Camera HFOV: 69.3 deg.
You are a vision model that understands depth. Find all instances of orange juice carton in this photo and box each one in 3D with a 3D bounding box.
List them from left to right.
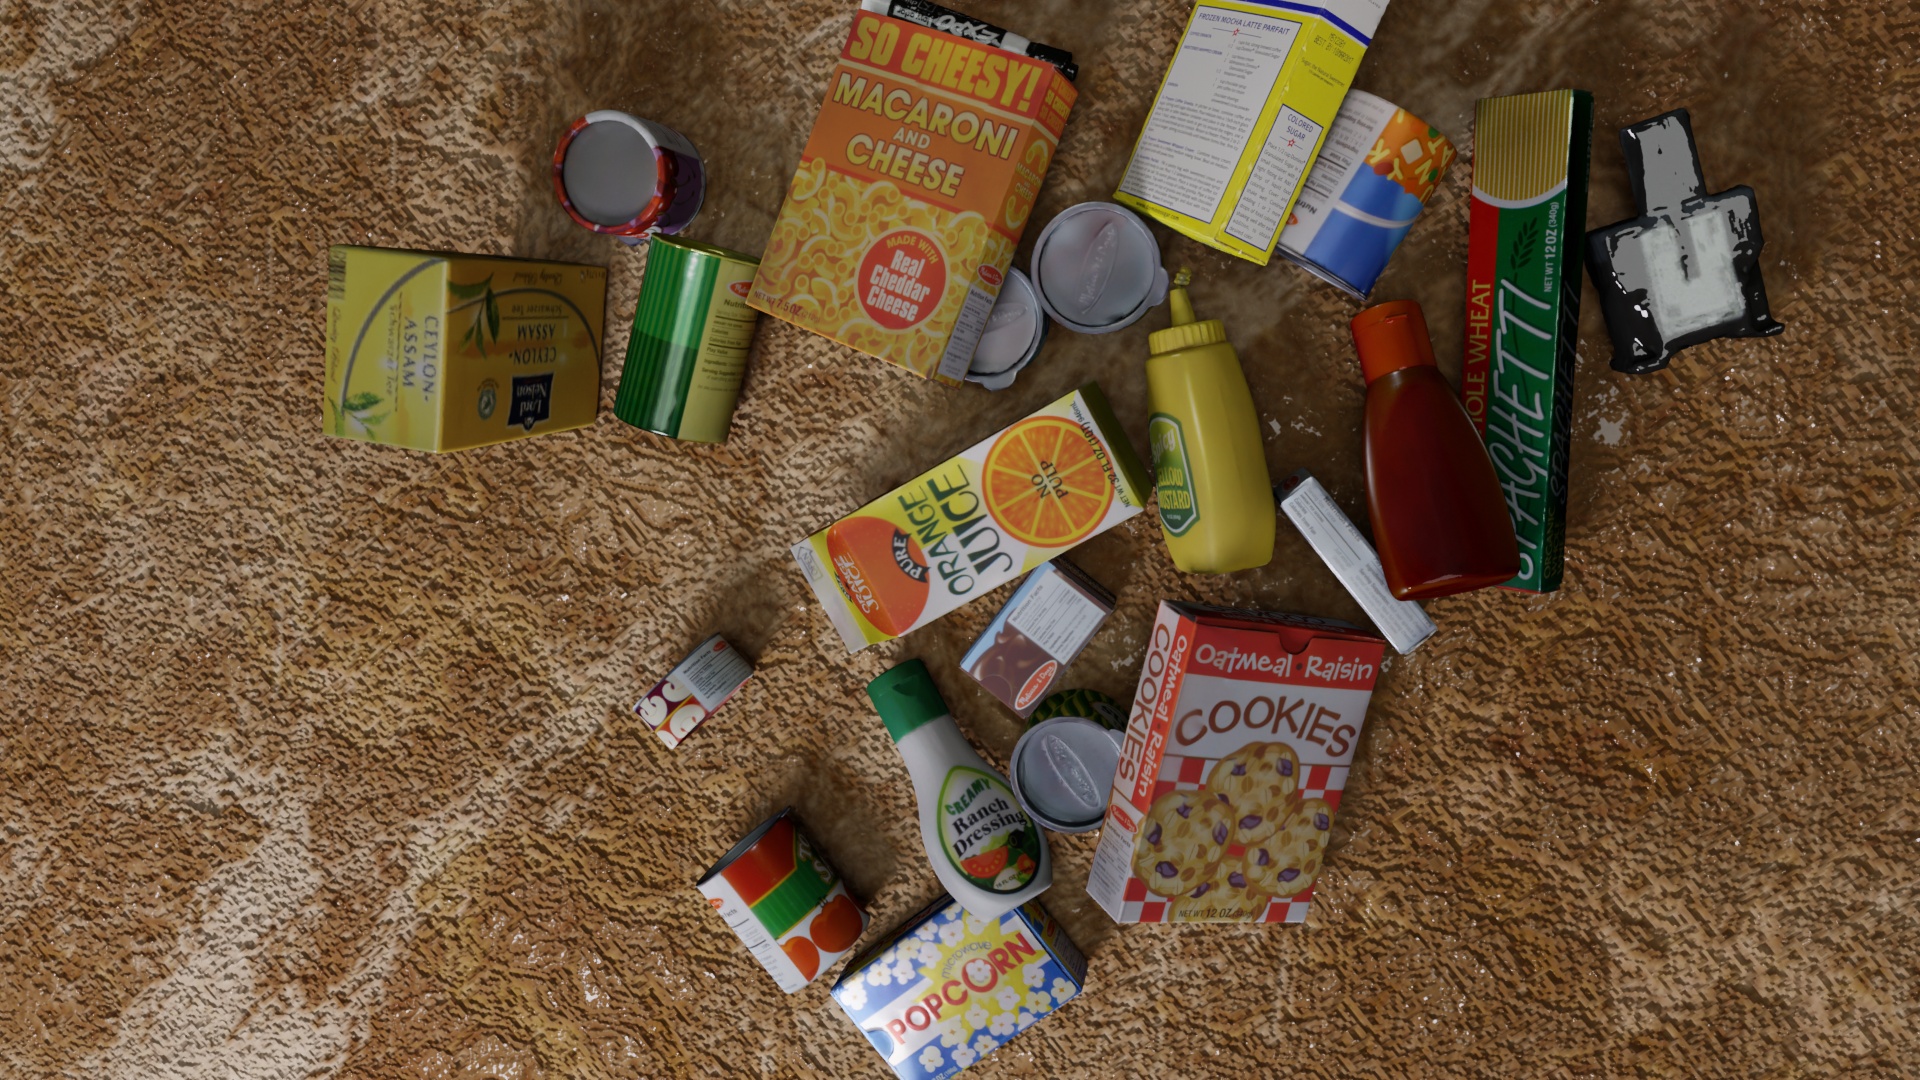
[{"bbox_3d":[0.003,-0.009,0.756,0.192,0.073,0.071,-28,94,14],"label":"orange juice carton"}]

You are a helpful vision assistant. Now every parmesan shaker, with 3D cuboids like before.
[{"bbox_3d":[-0.152,-0.112,0.770,0.071,0.071,0.102,18,102,7],"label":"parmesan shaker"}]

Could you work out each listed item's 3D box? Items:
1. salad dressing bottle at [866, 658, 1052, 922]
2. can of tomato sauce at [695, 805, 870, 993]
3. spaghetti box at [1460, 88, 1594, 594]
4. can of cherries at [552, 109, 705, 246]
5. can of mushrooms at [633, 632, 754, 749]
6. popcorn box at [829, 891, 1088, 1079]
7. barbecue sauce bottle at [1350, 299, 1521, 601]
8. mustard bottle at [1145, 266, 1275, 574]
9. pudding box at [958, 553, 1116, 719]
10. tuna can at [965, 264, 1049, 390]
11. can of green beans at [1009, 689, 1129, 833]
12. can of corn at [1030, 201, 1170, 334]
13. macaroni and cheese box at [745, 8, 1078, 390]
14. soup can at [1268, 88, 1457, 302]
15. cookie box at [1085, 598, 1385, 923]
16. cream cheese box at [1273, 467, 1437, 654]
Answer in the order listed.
[{"bbox_3d":[-0.004,0.138,0.779,0.064,0.043,0.148,-25,74,-19],"label":"salad dressing bottle"},{"bbox_3d":[-0.102,0.210,0.816,0.071,0.071,0.083,-39,91,14],"label":"can of tomato sauce"},{"bbox_3d":[0.282,-0.097,0.701,0.050,0.029,0.249,9,103,44],"label":"spaghetti box"},{"bbox_3d":[-0.183,-0.198,0.768,0.071,0.058,0.071,2,99,10],"label":"can of cherries"},{"bbox_3d":[-0.155,0.088,0.806,0.071,0.071,0.033,-44,90,14],"label":"can of mushrooms"},{"bbox_3d":[0.000,0.257,0.817,0.126,0.038,0.085,-38,92,14],"label":"popcorn box"},{"bbox_3d":[0.231,-0.047,0.699,0.065,0.043,0.149,-11,76,3],"label":"barbecue sauce bottle"},{"bbox_3d":[0.125,-0.063,0.729,0.049,0.065,0.160,-11,93,-17],"label":"mustard bottle"},{"bbox_3d":[0.043,0.052,0.780,0.049,0.030,0.083,37,104,2],"label":"pudding box"},{"bbox_3d":[0.016,-0.117,0.757,0.071,0.033,0.071,2,99,11],"label":"tuna can"},{"bbox_3d":[0.064,0.121,0.773,0.071,0.058,0.071,2,100,11],"label":"can of green beans"},{"bbox_3d":[0.076,-0.141,0.728,0.071,0.058,0.071,2,99,11],"label":"can of corn"},{"bbox_3d":[-0.027,-0.179,0.729,0.124,0.040,0.166,25,96,23],"label":"macaroni and cheese box"},{"bbox_3d":[0.200,-0.172,0.698,0.071,0.071,0.083,32,103,4],"label":"soup can"},{"bbox_3d":[0.146,0.120,0.736,0.123,0.040,0.167,8,102,-25],"label":"cookie box"},{"bbox_3d":[0.206,0.010,0.731,0.024,0.053,0.104,-40,90,13],"label":"cream cheese box"}]
